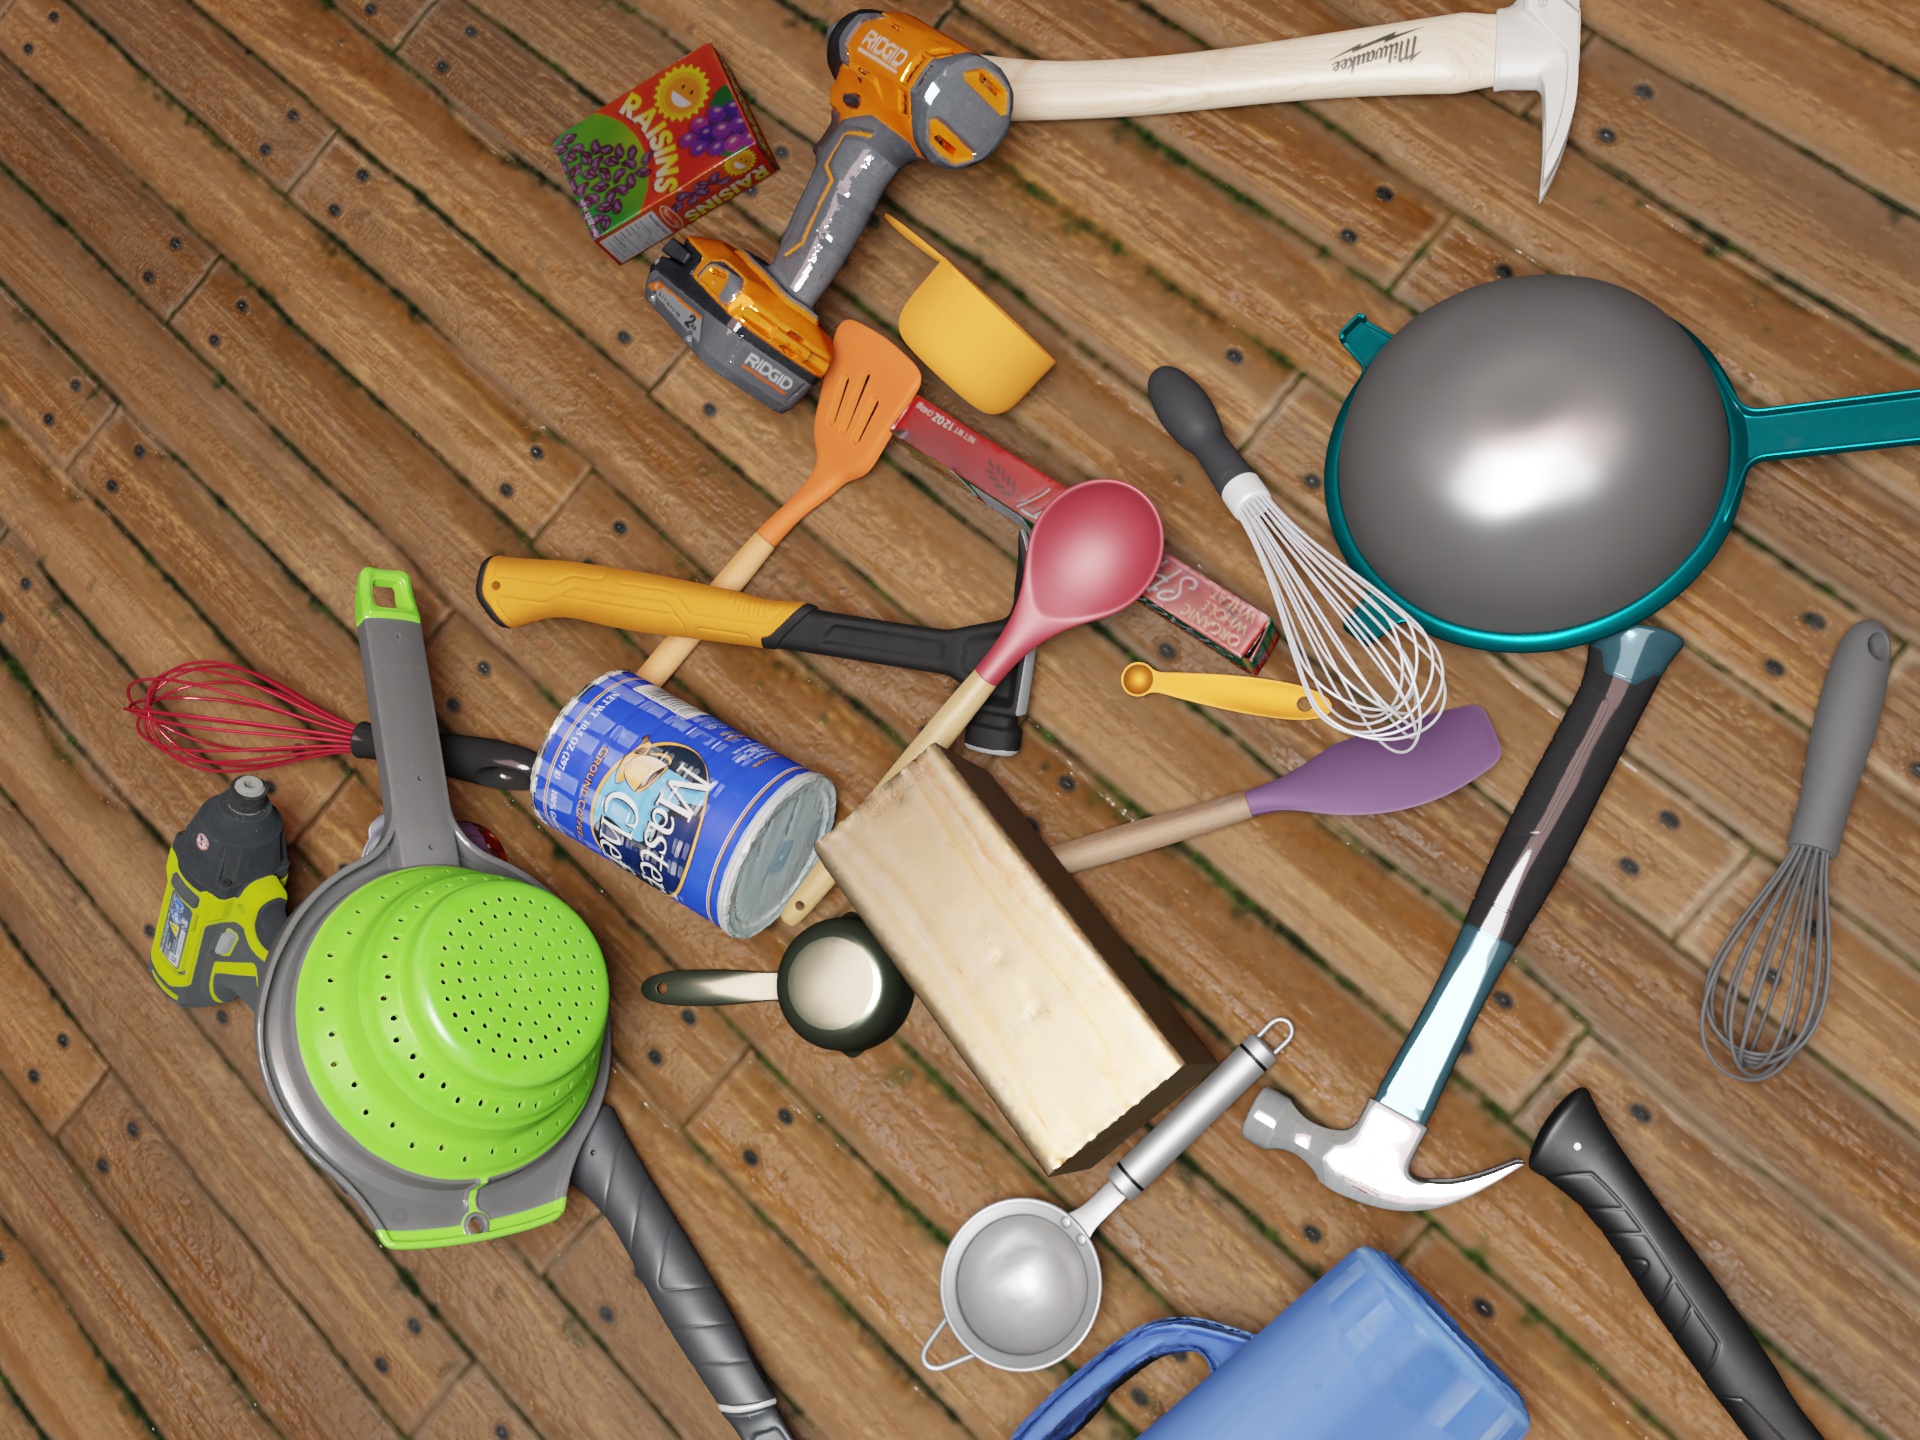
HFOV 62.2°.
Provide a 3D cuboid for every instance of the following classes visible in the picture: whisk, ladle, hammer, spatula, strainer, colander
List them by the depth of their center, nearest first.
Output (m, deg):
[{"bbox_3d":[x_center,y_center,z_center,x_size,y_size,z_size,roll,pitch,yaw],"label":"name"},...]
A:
[{"bbox_3d":[0.383,0.324,0.741,0.146,0.035,0.335,-35,73,8],"label":"hammer"},{"bbox_3d":[0.413,0.061,0.776,0.055,0.055,0.239,18,81,18],"label":"whisk"},{"bbox_3d":[0.344,-0.151,0.782,0.340,0.095,0.211,-3,72,23],"label":"strainer"},{"bbox_3d":[0.275,0.097,0.813,0.128,0.033,0.331,27,88,19],"label":"hammer"},{"bbox_3d":[0.082,0.249,0.836,0.258,0.050,0.087,-44,61,-2],"label":"strainer"},{"bbox_3d":[0.166,-0.097,0.839,0.070,0.070,0.285,-32,55,8],"label":"whisk"},{"bbox_3d":[-0.099,0.379,0.847,0.149,0.036,0.409,-36,67,-7],"label":"hammer"},{"bbox_3d":[0.132,0.055,0.863,0.316,0.018,0.060,-17,42,14],"label":"spatula"},{"bbox_3d":[-0.001,-0.003,0.872,0.069,0.031,0.315,40,104,2],"label":"ladle"},{"bbox_3d":[-0.277,0.076,0.874,0.094,0.204,0.397,-32,65,40],"label":"colander"},{"bbox_3d":[-0.121,-0.066,0.922,0.337,0.034,0.127,8,96,11],"label":"hammer"},{"bbox_3d":[0.144,-0.368,0.933,0.411,0.038,0.146,2,82,16],"label":"hammer"},{"bbox_3d":[-0.138,-0.095,0.959,0.322,0.041,0.081,-50,56,4],"label":"spatula"},{"bbox_3d":[-0.396,0.009,1.005,0.296,0.073,0.073,9,83,12],"label":"whisk"}]

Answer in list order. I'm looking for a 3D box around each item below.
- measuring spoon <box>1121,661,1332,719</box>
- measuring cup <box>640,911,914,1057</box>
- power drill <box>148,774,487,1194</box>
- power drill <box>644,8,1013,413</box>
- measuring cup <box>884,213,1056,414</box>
[{"bbox_3d":[0.147,-0.015,0.883,0.117,0.011,0.021,9,86,13],"label":"measuring spoon"},{"bbox_3d":[-0.111,0.151,0.906,0.167,0.038,0.083,-4,79,13],"label":"measuring cup"},{"bbox_3d":[-0.386,0.151,0.937,0.223,0.080,0.171,40,123,17],"label":"power drill"},{"bbox_3d":[-0.085,-0.312,0.937,0.226,0.084,0.164,-51,47,12],"label":"power drill"},{"bbox_3d":[-0.015,-0.244,0.941,0.052,0.095,0.174,-48,52,11],"label":"measuring cup"}]
